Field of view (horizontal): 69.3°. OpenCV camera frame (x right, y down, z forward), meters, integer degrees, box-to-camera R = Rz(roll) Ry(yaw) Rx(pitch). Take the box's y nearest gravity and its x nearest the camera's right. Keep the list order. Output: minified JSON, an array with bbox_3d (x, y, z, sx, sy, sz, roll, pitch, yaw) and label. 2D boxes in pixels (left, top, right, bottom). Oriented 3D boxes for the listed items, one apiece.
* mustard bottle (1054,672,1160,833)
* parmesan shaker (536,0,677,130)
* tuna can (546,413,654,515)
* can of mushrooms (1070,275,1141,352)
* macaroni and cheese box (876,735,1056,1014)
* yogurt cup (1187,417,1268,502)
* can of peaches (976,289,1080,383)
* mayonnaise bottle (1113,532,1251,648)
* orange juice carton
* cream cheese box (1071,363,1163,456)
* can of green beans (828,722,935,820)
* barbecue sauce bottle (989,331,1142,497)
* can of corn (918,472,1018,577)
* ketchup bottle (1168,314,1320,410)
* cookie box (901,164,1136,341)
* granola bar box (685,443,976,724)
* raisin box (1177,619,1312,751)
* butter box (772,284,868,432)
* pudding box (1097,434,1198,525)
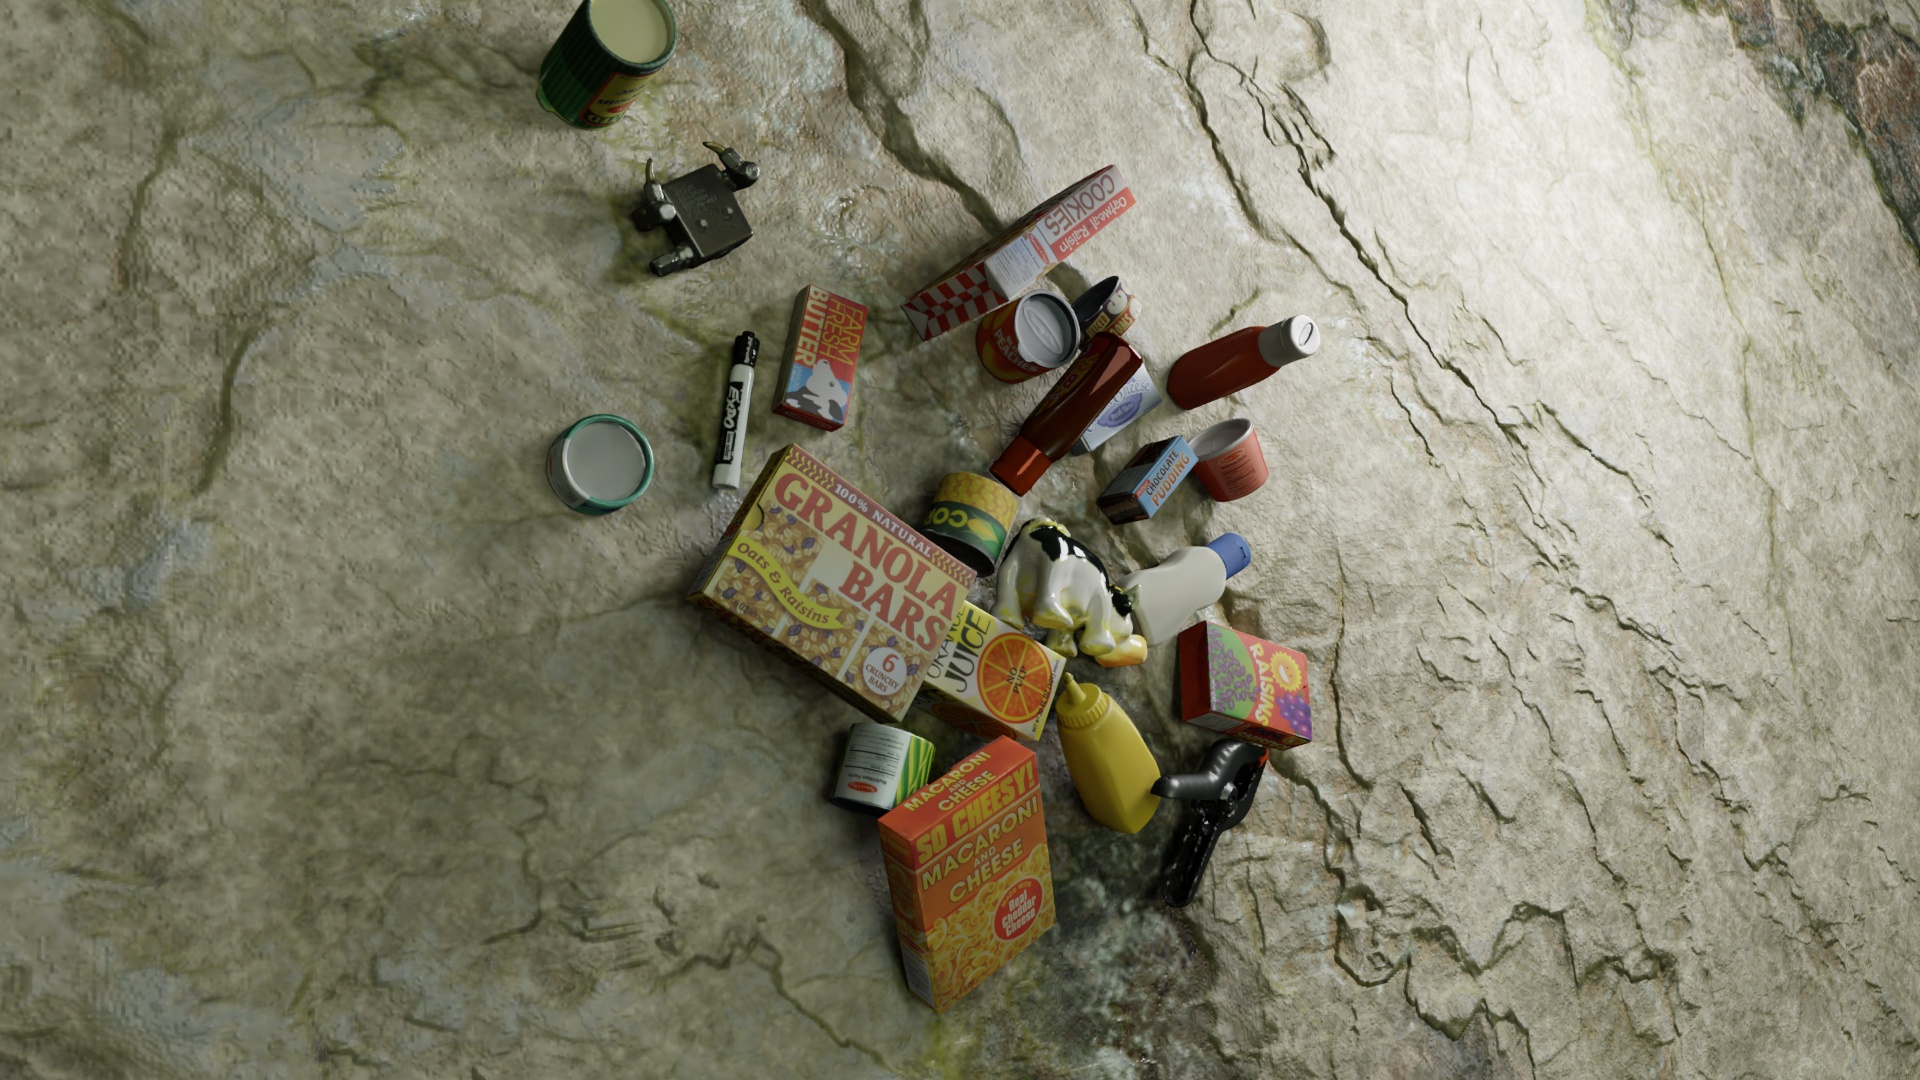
[{"bbox_3d":[0.111,0.161,1.103,0.065,0.049,0.159,-49,126,-35],"label":"mustard bottle"},{"bbox_3d":[-0.246,-0.334,0.960,0.071,0.103,0.071,6,78,-32],"label":"parmesan shaker"},{"bbox_3d":[-0.243,-0.053,0.950,0.071,0.032,0.071,6,78,-31],"label":"tuna can"},{"bbox_3d":[0.120,-0.192,1.188,0.033,0.071,0.071,46,60,-19],"label":"can of mushrooms"},{"bbox_3d":[0.007,0.242,1.009,0.124,0.040,0.165,-29,125,-33],"label":"macaroni and cheese box"},{"bbox_3d":[0.241,-0.071,1.247,0.073,0.072,0.053,-42,112,-31],"label":"yogurt cup"},{"bbox_3d":[0.054,-0.166,1.148,0.071,0.058,0.071,6,79,-32],"label":"can of peaches"},{"bbox_3d":[0.194,0.038,1.210,0.149,0.041,0.064,-28,98,-34],"label":"mayonnaise bottle"},{"bbox_3d":[-0.023,0.081,1.042,0.192,0.073,0.072,31,66,-24],"label":"orange juice carton"},{"bbox_3d":[0.127,-0.119,1.205,0.104,0.024,0.053,-34,98,-33],"label":"cream cheese box"},{"bbox_3d":[-0.056,0.169,1.008,0.071,0.071,0.058,26,68,-27],"label":"can of green beans"},{"bbox_3d":[0.084,-0.102,1.133,0.043,0.065,0.148,41,87,-15],"label":"barbecue sauce bottle"},{"bbox_3d":[0.004,-0.014,1.081,0.071,0.071,0.058,33,64,-24],"label":"can of corn"},{"bbox_3d":[0.248,-0.159,1.216,0.043,0.148,0.065,43,62,-18],"label":"ketchup bottle"},{"bbox_3d":[0.047,-0.232,1.116,0.168,0.122,0.040,-42,105,-31],"label":"cookie box"},{"bbox_3d":[-0.084,0.031,0.950,0.165,0.039,0.125,36,65,-18],"label":"granola bar box"},{"bbox_3d":[0.251,0.128,1.220,0.123,0.040,0.086,19,57,-29],"label":"raisin box"},{"bbox_3d":[-0.106,-0.139,1.060,0.053,0.024,0.104,19,71,-28],"label":"butter box"},{"bbox_3d":[0.162,-0.052,1.200,0.030,0.049,0.084,52,59,-16],"label":"pudding box"}]
